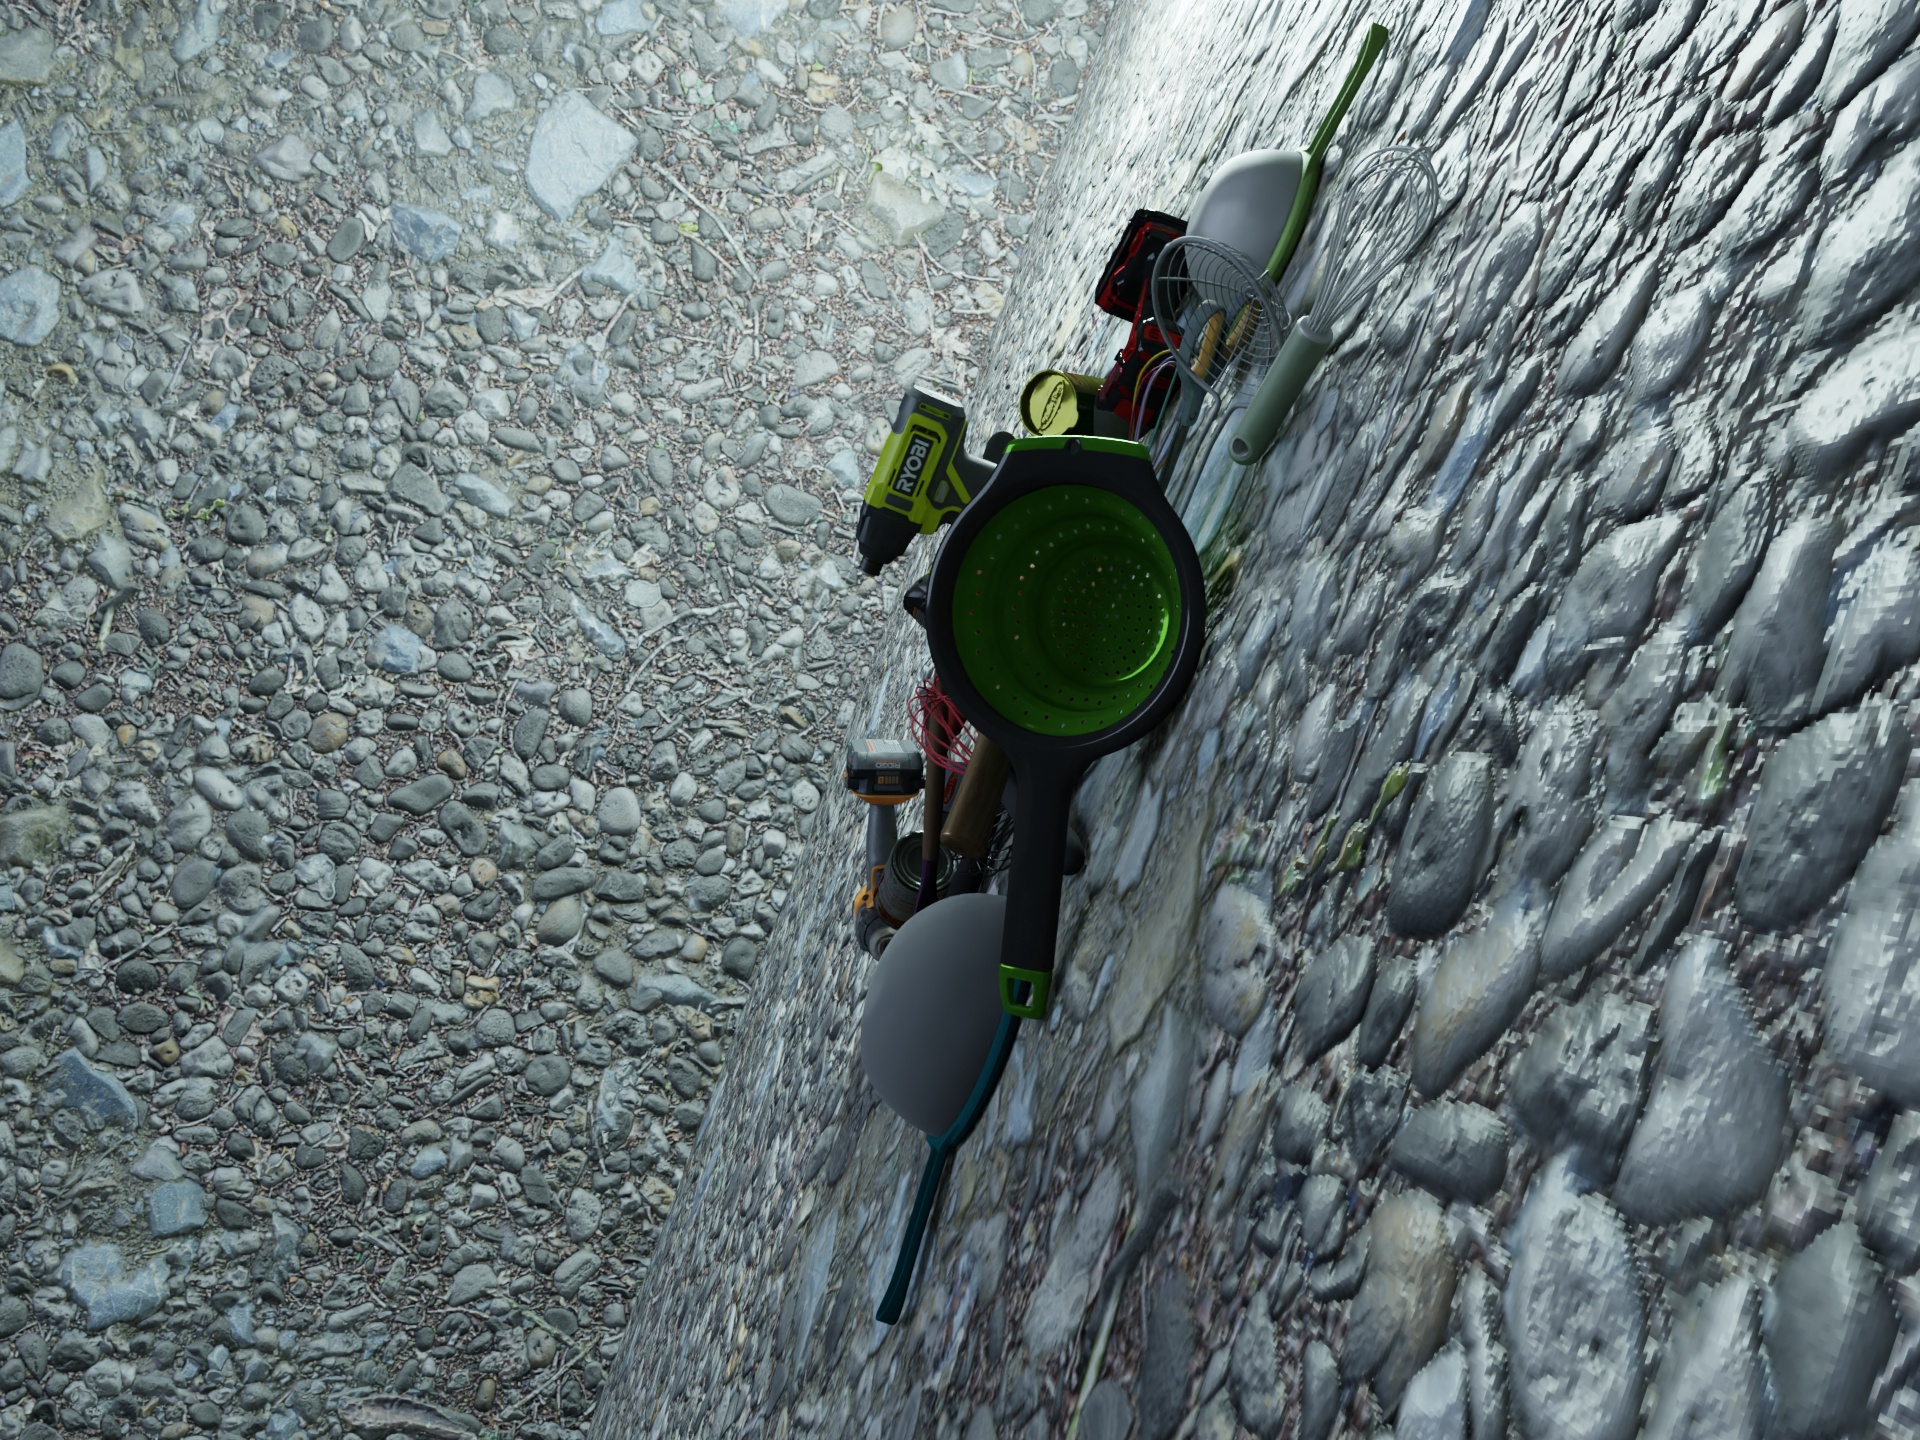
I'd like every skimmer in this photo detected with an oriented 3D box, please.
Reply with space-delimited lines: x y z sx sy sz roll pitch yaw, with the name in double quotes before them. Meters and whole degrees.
"skimmer" 0.136 -0.157 1.137 0.127 0.090 0.363 37 115 40

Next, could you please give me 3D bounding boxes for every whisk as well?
"whisk" 0.143 -0.193 1.342 0.051 0.047 0.245 -112 40 -75
"whisk" 0.224 -0.249 0.986 0.059 0.058 0.246 -33 -19 -36
"whisk" 0.026 0.039 1.246 0.073 0.073 0.296 -67 31 17
"whisk" 0.052 0.068 1.286 0.239 0.055 0.055 130 160 -53

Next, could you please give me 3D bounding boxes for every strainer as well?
"strainer" -0.040 0.274 1.211 0.211 0.095 0.341 128 161 -63
"strainer" 0.233 -0.419 1.209 0.256 0.069 0.152 118 169 -47

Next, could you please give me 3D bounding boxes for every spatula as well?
"spatula" -0.027 0.101 1.442 0.060 0.018 0.315 -31 -51 -62

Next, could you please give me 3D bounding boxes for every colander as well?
"colander" 0.077 0.006 1.111 0.094 0.204 0.397 -1 -82 -63

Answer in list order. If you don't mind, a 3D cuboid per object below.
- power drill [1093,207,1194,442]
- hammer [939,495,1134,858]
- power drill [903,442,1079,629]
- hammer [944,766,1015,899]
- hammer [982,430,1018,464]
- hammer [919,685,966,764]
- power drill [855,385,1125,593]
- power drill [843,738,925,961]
"power drill" 0.167 -0.353 1.463 0.143 0.078 0.220 121 164 -51
"hammer" 0.051 -0.043 1.215 0.031 0.130 0.331 -43 24 58
"power drill" 0.049 -0.171 1.563 0.228 0.080 0.190 -46 0 -5
"hammer" 0.018 0.107 1.441 0.146 0.035 0.335 -179 110 -80
"hammer" 0.072 -0.274 1.664 0.149 0.036 0.409 -65 -6 10
"hammer" -0.002 -0.005 1.509 0.359 0.036 0.149 114 150 -73
"power drill" 0.025 -0.179 1.424 0.080 0.223 0.171 -96 28 -72
"power drill" -0.082 0.142 1.692 0.185 0.084 0.226 -133 44 -80
